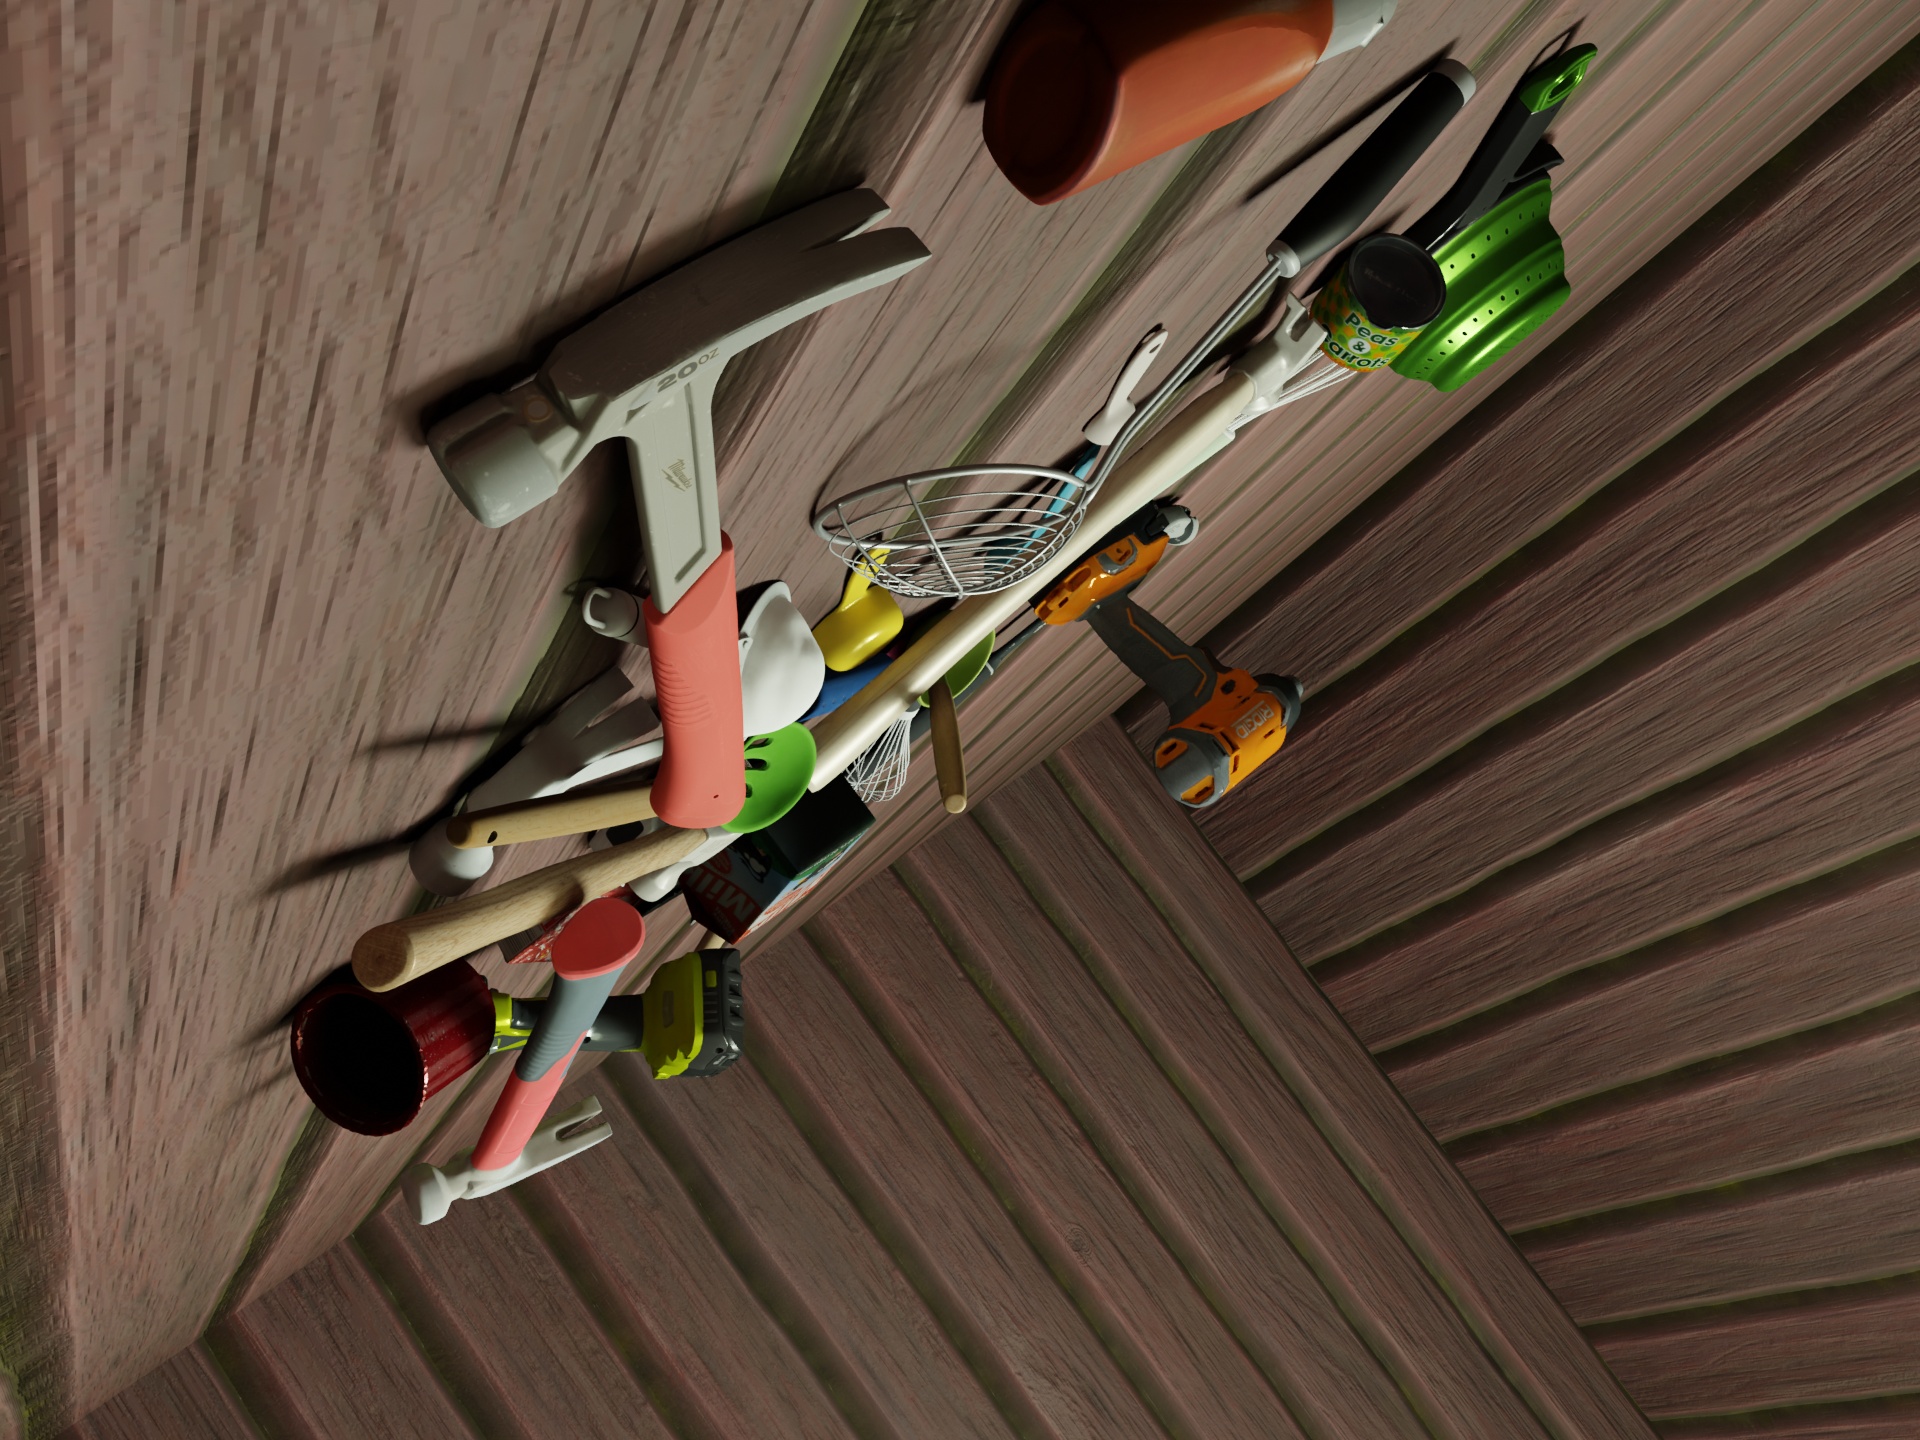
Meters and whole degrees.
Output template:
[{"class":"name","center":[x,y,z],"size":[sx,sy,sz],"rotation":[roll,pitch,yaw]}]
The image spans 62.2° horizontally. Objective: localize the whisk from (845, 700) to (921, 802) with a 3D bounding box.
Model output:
[{"class":"whisk","center":[-0.053,0.000,1.296],"size":[0.070,0.070,0.284],"rotation":[-33,168,-29]}]

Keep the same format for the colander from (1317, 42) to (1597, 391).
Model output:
[{"class":"colander","center":[0.356,-0.309,1.046],"size":[0.204,0.094,0.397],"rotation":[-37,174,-2]}]

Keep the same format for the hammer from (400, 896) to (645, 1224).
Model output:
[{"class":"hammer","center":[-0.237,0.202,0.952],"size":[0.143,0.038,0.386],"rotation":[-18,157,-36]}]

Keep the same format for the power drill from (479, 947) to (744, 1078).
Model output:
[{"class":"power drill","center":[-0.268,0.203,1.091],"size":[0.223,0.080,0.171],"rotation":[2,159,-21]}]

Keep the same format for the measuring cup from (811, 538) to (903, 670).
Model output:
[{"class":"measuring cup","center":[-0.050,-0.064,0.896],"size":[0.062,0.029,0.156],"rotation":[-35,175,-17]}]

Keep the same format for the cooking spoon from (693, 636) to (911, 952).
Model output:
[{"class":"cooking spoon","center":[-0.123,0.068,1.185],"size":[0.319,0.017,0.069],"rotation":[-56,171,16]}]

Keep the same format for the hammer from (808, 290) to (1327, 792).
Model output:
[{"class":"hammer","center":[0.055,-0.103,0.964],"size":[0.410,0.038,0.146],"rotation":[-41,178,-5]}]

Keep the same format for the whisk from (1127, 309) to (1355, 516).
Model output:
[{"class":"whisk","center":[0.189,-0.209,1.101],"size":[0.246,0.058,0.059],"rotation":[-35,138,28]}]

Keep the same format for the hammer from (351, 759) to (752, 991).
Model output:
[{"class":"hammer","center":[-0.198,0.083,0.844],"size":[0.130,0.031,0.331],"rotation":[-36,175,19]}]

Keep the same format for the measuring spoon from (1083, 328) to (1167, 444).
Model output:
[{"class":"measuring spoon","center":[0.098,-0.183,0.889],"size":[0.034,0.018,0.124],"rotation":[-35,174,-16]}]

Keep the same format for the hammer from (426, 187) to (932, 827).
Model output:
[{"class":"hammer","center":[-0.092,-0.041,0.590],"size":[0.149,0.037,0.358],"rotation":[-34,165,-18]}]

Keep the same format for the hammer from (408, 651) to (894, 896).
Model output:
[{"class":"hammer","center":[-0.132,0.001,0.907],"size":[0.144,0.035,0.405],"rotation":[-39,174,24]}]

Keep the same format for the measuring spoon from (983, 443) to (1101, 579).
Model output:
[{"class":"measuring spoon","center":[0.050,-0.136,1.024],"size":[0.042,0.021,0.128],"rotation":[-31,162,-49]}]

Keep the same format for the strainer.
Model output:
[{"class":"strainer","center":[-0.109,-0.031,0.723],"size":[0.258,0.050,0.087],"rotation":[20,87,-75]}]

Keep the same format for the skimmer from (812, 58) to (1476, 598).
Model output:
[{"class":"skimmer","center":[0.087,-0.189,0.740],"size":[0.363,0.090,0.127],"rotation":[-47,172,-2]}]

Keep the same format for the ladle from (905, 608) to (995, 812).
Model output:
[{"class":"ladle","center":[-0.002,-0.003,1.018],"size":[0.078,0.062,0.320],"rotation":[-57,-167,15]}]

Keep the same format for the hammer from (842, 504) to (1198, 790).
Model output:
[{"class":"hammer","center":[0.036,-0.059,1.425],"size":[0.409,0.036,0.149],"rotation":[-38,173,19]}]

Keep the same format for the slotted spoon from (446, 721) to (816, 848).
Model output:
[{"class":"slotted spoon","center":[-0.147,0.035,0.767],"size":[0.070,0.031,0.313],"rotation":[-66,165,10]}]

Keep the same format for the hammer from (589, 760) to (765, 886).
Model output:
[{"class":"hammer","center":[-0.156,0.048,1.146],"size":[0.128,0.033,0.331],"rotation":[-40,174,19]}]

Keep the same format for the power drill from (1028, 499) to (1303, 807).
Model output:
[{"class":"power drill","center":[0.164,-0.060,1.213],"size":[0.164,0.226,0.084],"rotation":[-31,172,-42]}]
